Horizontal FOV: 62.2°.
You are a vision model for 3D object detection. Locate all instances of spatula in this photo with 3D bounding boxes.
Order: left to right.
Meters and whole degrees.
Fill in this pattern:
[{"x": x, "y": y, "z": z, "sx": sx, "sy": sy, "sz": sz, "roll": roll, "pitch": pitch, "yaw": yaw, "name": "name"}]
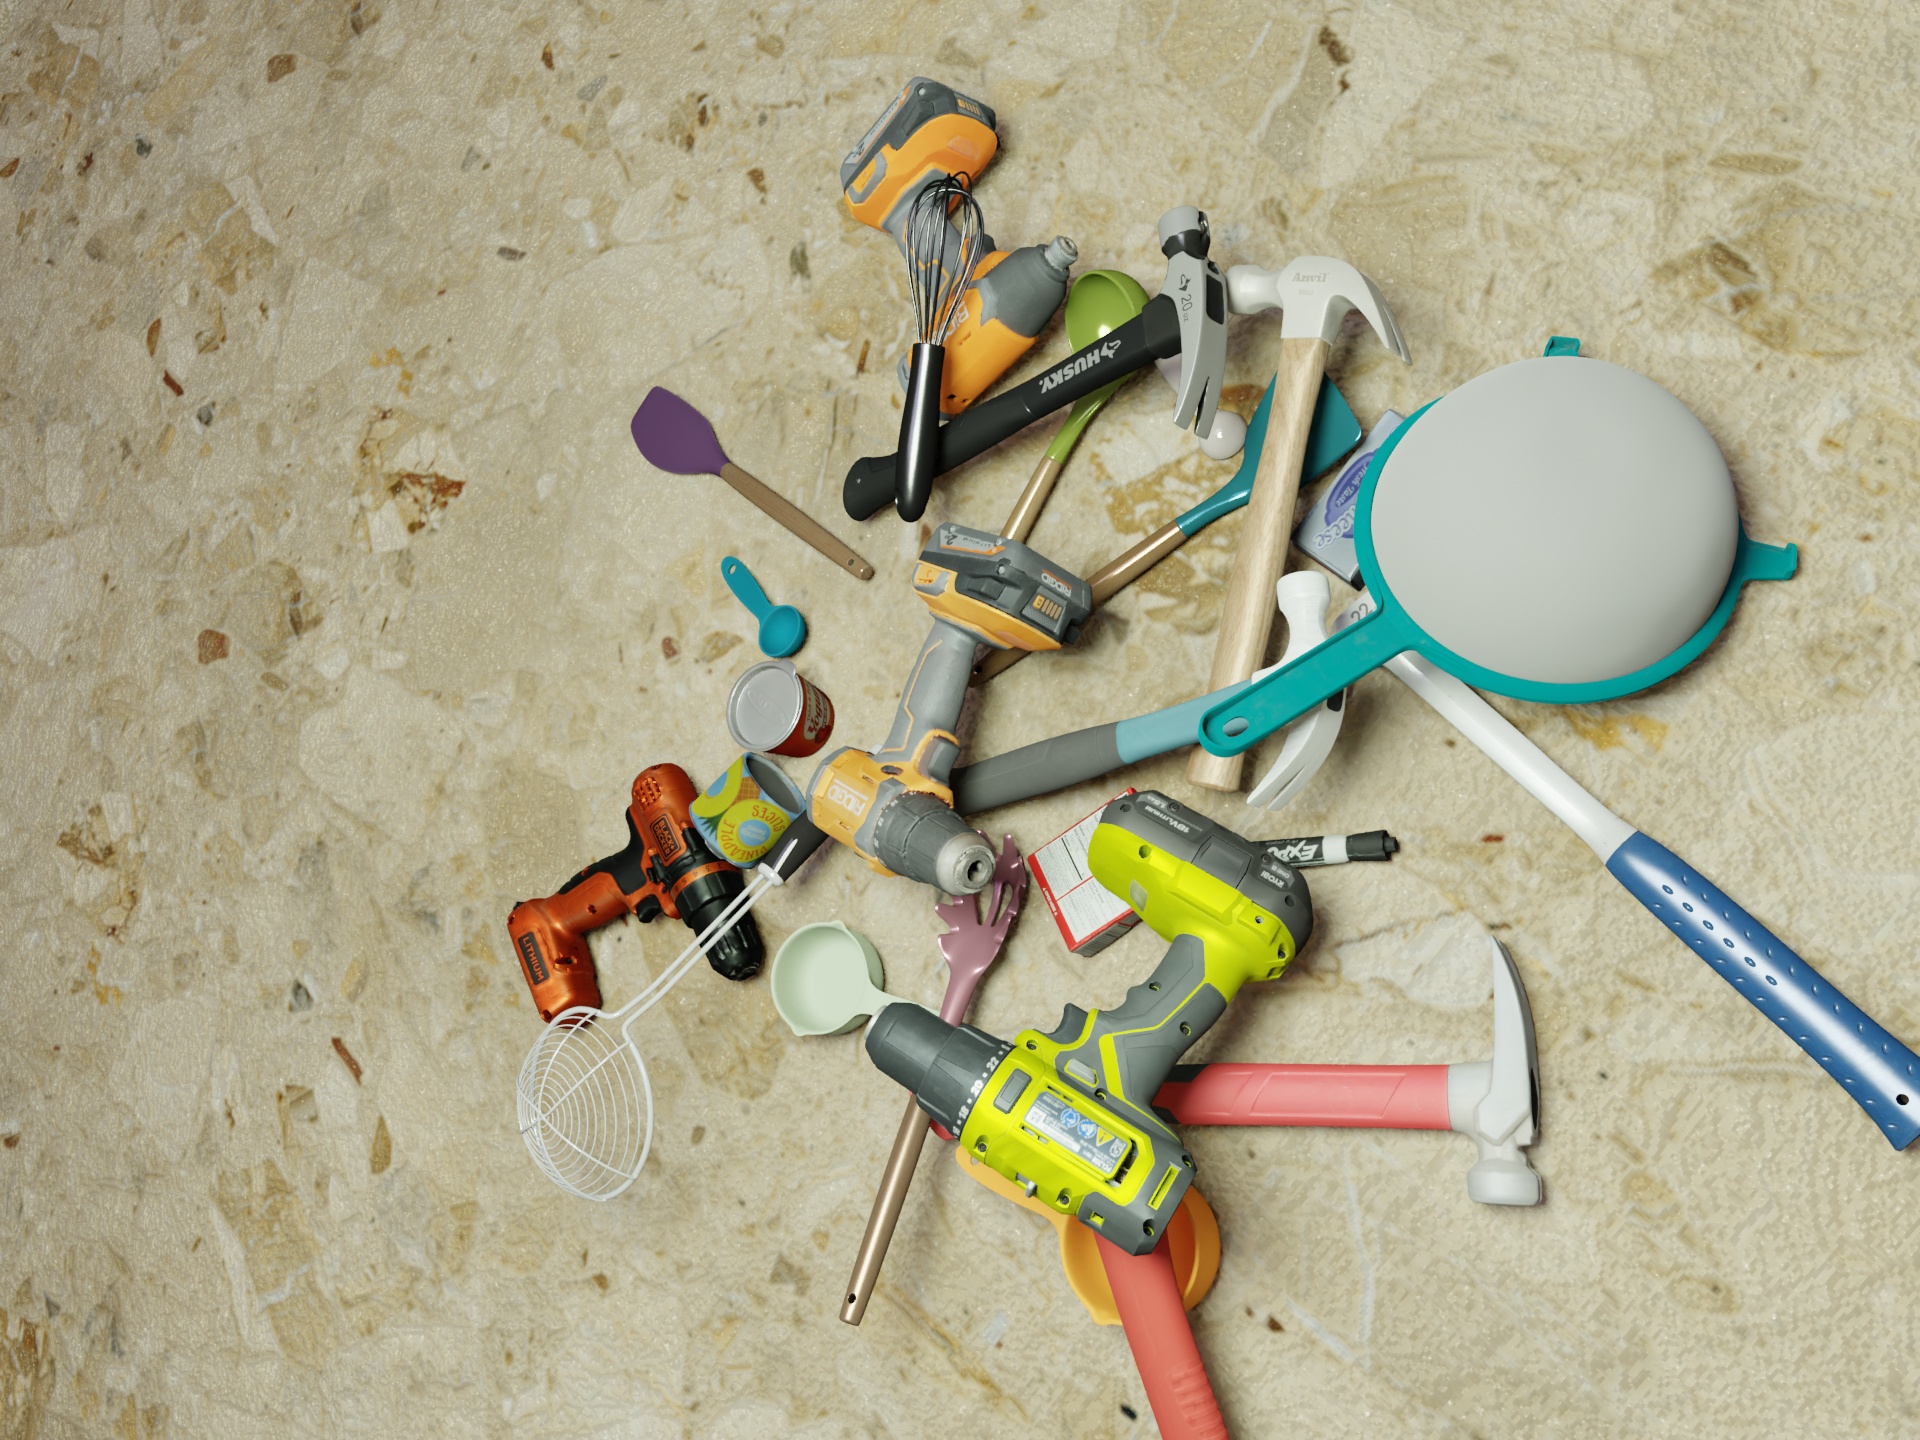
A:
[{"x": -0.173, "y": -0.187, "z": 1.272, "sx": 0.316, "sy": 0.018, "sz": 0.060, "roll": 37, "pitch": 97, "yaw": 35, "name": "spatula"}, {"x": 0.121, "y": -0.117, "z": 1.057, "sx": 0.317, "sy": 0.044, "sz": 0.082, "roll": -36, "pitch": 64, "yaw": 19, "name": "spatula"}]

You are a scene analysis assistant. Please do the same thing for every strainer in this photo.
[{"x": 0.271, "y": -0.089, "z": 0.846, "sx": 0.340, "sy": 0.095, "sz": 0.211, "roll": -31, "pitch": 66, "yaw": -10, "name": "strainer"}]

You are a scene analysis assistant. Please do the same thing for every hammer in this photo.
[{"x": 0.039, "y": -0.207, "z": 1.082, "sx": 0.335, "sy": 0.035, "sz": 0.146, "roll": -22, "pitch": 65, "yaw": 40, "name": "hammer"}, {"x": 0.093, "y": 0.016, "z": 0.996, "sx": 0.331, "sy": 0.033, "sz": 0.128, "roll": -19, "pitch": 67, "yaw": 41, "name": "hammer"}, {"x": 0.142, "y": 0.208, "z": 0.951, "sx": 0.386, "sy": 0.038, "sz": 0.143, "roll": -7, "pitch": 71, "yaw": 30, "name": "hammer"}, {"x": 0.128, "y": 0.419, "z": 0.856, "sx": 0.149, "sy": 0.036, "sz": 0.359, "roll": -24, "pitch": 76, "yaw": 21, "name": "hammer"}, {"x": 0.190, "y": -0.119, "z": 0.973, "sx": 0.130, "sy": 0.031, "sz": 0.331, "roll": 12, "pitch": 91, "yaw": 44, "name": "hammer"}, {"x": 0.356, "y": 0.058, "z": 0.866, "sx": 0.144, "sy": 0.035, "sz": 0.406, "roll": -48, "pitch": 57, "yaw": 11, "name": "hammer"}]

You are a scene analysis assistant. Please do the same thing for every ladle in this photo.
[{"x": 0.044, "y": -0.163, "z": 1.111, "sx": 0.078, "sy": 0.062, "sz": 0.320, "roll": 33, "pitch": 97, "yaw": 46, "name": "ladle"}]

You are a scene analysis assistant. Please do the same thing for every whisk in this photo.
[{"x": -0.019, "y": -0.254, "z": 1.088, "sx": 0.055, "sy": 0.055, "sz": 0.239, "roll": 12, "pitch": 98, "yaw": 33, "name": "whisk"}]

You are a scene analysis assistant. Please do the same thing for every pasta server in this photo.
[{"x": -0.020, "y": 0.218, "z": 1.003, "sx": 0.060, "sy": 0.040, "sz": 0.316, "roll": 6, "pitch": 62, "yaw": 28, "name": "pasta server"}]

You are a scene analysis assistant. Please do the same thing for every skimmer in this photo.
[{"x": -0.165, "y": 0.165, "z": 1.102, "sx": 0.127, "sy": 0.090, "sz": 0.363, "roll": 31, "pitch": 68, "yaw": 34, "name": "skimmer"}]

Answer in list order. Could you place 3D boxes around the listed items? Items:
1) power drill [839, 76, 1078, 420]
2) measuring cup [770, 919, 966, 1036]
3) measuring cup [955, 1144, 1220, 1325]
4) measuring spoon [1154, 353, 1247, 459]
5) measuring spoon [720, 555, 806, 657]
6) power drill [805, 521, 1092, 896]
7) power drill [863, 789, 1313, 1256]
[{"x": 0.002, "y": -0.354, "z": 1.159, "sx": 0.164, "sy": 0.084, "sz": 0.227, "roll": -37, "pitch": 60, "yaw": 38, "name": "power drill"}, {"x": -0.051, "y": 0.192, "z": 1.077, "sx": 0.168, "sy": 0.038, "sz": 0.083, "roll": 18, "pitch": 85, "yaw": 26, "name": "measuring cup"}, {"x": 0.076, "y": 0.296, "z": 0.957, "sx": 0.174, "sy": 0.052, "sz": 0.095, "roll": 19, "pitch": 86, "yaw": 36, "name": "measuring cup"}, {"x": 0.155, "y": -0.228, "z": 1.084, "sx": 0.034, "sy": 0.018, "sz": 0.124, "roll": -37, "pitch": 59, "yaw": 17, "name": "measuring spoon"}, {"x": -0.153, "y": -0.090, "z": 1.236, "sx": 0.042, "sy": 0.021, "sz": 0.129, "roll": -50, "pitch": 48, "yaw": 10, "name": "measuring spoon"}, {"x": -0.002, "y": -0.003, "z": 1.019, "sx": 0.185, "sy": 0.084, "sz": 0.226, "roll": 25, "pitch": 89, "yaw": 57, "name": "power drill"}, {"x": 0.076, "y": 0.155, "z": 0.890, "sx": 0.191, "sy": 0.080, "sz": 0.228, "roll": 30, "pitch": 63, "yaw": 16, "name": "power drill"}]
